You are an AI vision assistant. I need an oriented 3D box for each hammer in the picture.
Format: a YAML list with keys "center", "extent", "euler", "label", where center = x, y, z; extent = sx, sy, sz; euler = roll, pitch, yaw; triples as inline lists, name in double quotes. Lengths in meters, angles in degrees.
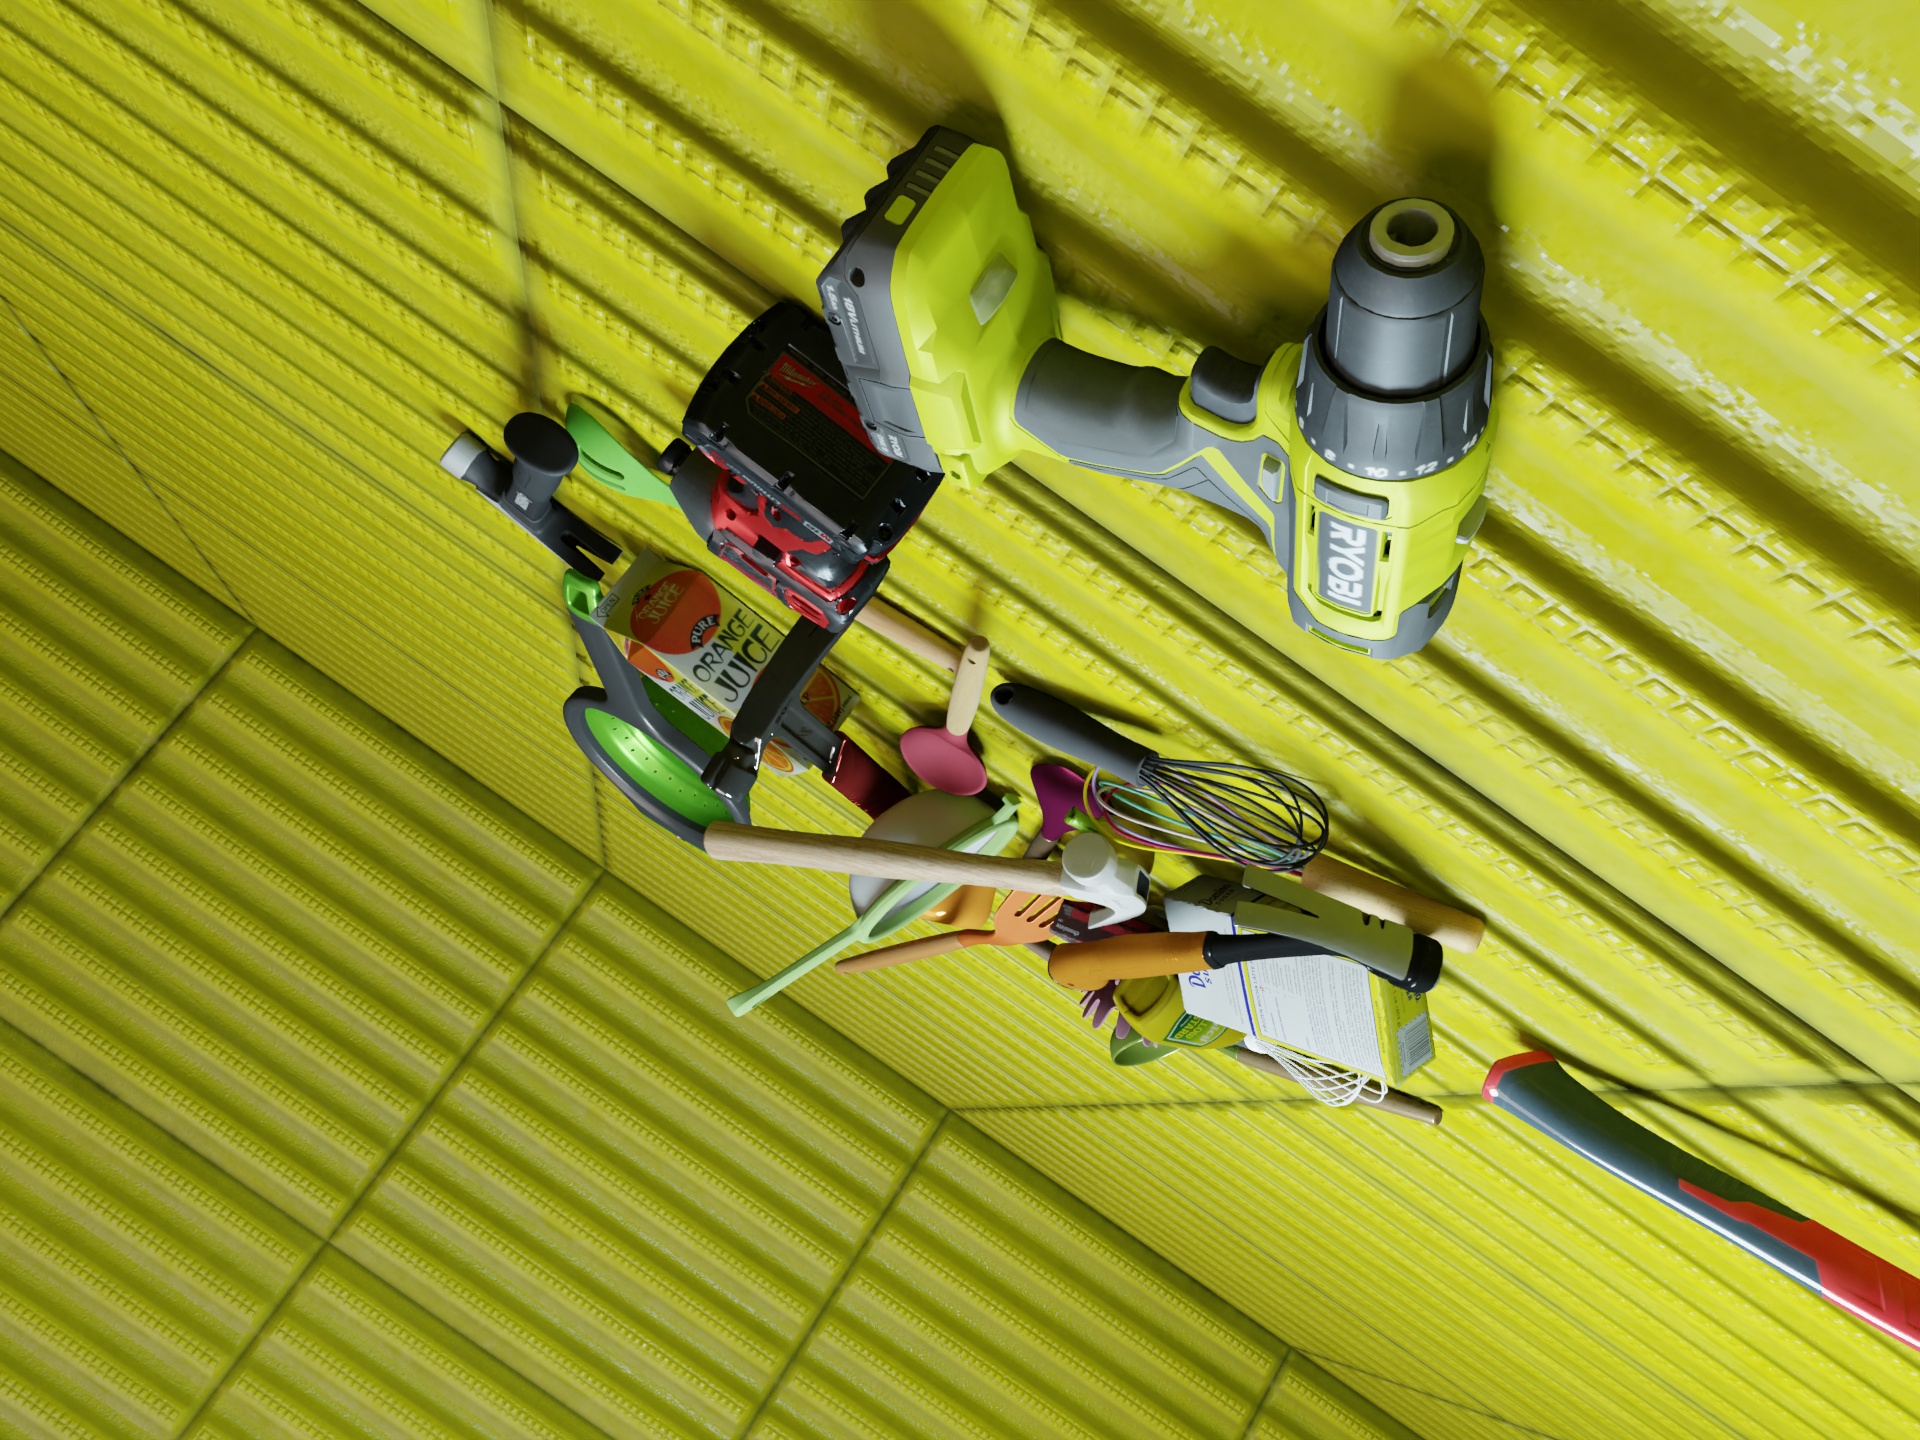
- center: [-0.282, -0.157, 1.066]
  extent: [0.146, 0.035, 0.335]
  euler: [40, 170, -15]
  label: "hammer"
- center: [-0.077, 0.028, 1.171]
  extent: [0.037, 0.149, 0.358]
  euler: [31, 173, 20]
  label: "hammer"
- center: [-0.030, 0.096, 1.075]
  extent: [0.331, 0.031, 0.129]
  euler: [4, 160, 28]
  label: "hammer"
- center: [0.460, 0.306, 0.868]
  extent: [0.387, 0.143, 0.038]
  euler: [28, 158, 33]
  label: "hammer"
- center: [0.136, 0.141, 0.978]
  extent: [0.127, 0.034, 0.337]
  euler: [22, 161, -19]
  label: "hammer"

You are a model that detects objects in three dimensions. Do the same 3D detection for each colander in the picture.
- center: [-0.247, -0.024, 1.336]
  extent: [0.204, 0.094, 0.396]
  euler: [28, 154, 19]
  label: "colander"

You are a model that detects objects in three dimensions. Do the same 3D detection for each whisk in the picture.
- center: [0.179, 0.080, 0.917]
  extent: [0.245, 0.047, 0.051]
  euler: [22, 157, 25]
  label: "whisk"
- center: [0.245, 0.245, 1.213]
  extent: [0.070, 0.070, 0.284]
  euler: [38, 167, -10]
  label: "whisk"
- center: [0.106, 0.024, 0.905]
  extent: [0.239, 0.055, 0.055]
  euler: [27, 161, 37]
  label: "whisk"

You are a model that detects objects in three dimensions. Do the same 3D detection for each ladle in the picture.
- center: [-0.002, -0.003, 1.013]
  extent: [0.069, 0.031, 0.315]
  euler: [29, 166, 3]
  label: "ladle"
- center: [0.253, 0.295, 1.319]
  extent: [0.078, 0.062, 0.320]
  euler: [12, 178, -42]
  label: "ladle"

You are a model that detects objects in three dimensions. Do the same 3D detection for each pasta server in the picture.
- center: [0.095, 0.214, 1.334]
  extent: [0.060, 0.040, 0.316]
  euler: [19, 177, -15]
  label: "pasta server"

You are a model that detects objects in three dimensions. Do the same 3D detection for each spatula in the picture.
- center: [-0.009, 0.177, 1.324]
  extent: [0.081, 0.041, 0.322]
  euler: [27, 150, -30]
  label: "spatula"

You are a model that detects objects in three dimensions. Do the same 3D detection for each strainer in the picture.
- center: [-0.076, 0.125, 1.188]
  extent: [0.069, 0.256, 0.151]
  euler: [53, 161, 13]
  label: "strainer"

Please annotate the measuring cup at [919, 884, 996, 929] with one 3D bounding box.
- center: [-0.042, 0.141, 1.341]
  extent: [0.095, 0.052, 0.173]
  euler: [7, 173, 43]
  label: "measuring cup"

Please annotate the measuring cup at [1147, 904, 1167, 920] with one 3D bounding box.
- center: [0.192, 0.169, 1.125]
  extent: [0.168, 0.038, 0.083]
  euler: [16, 155, 43]
  label: "measuring cup"

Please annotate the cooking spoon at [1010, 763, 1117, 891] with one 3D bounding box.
- center: [0.064, 0.090, 1.183]
  extent: [0.069, 0.017, 0.318]
  euler: [32, 162, 5]
  label: "cooking spoon"

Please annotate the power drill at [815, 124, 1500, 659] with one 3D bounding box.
- center: [0.070, -0.121, 0.542]
  extent: [0.229, 0.080, 0.190]
  euler: [24, 160, 22]
  label: "power drill"

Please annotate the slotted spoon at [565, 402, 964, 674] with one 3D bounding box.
- center: [-0.124, -0.108, 0.998]
  extent: [0.314, 0.031, 0.070]
  euler: [31, 165, 8]
  label: "slotted spoon"

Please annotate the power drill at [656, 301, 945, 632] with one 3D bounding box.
- center: [-0.091, -0.123, 0.829]
  extent: [0.143, 0.078, 0.219]
  euler: [37, 165, -6]
  label: "power drill"
